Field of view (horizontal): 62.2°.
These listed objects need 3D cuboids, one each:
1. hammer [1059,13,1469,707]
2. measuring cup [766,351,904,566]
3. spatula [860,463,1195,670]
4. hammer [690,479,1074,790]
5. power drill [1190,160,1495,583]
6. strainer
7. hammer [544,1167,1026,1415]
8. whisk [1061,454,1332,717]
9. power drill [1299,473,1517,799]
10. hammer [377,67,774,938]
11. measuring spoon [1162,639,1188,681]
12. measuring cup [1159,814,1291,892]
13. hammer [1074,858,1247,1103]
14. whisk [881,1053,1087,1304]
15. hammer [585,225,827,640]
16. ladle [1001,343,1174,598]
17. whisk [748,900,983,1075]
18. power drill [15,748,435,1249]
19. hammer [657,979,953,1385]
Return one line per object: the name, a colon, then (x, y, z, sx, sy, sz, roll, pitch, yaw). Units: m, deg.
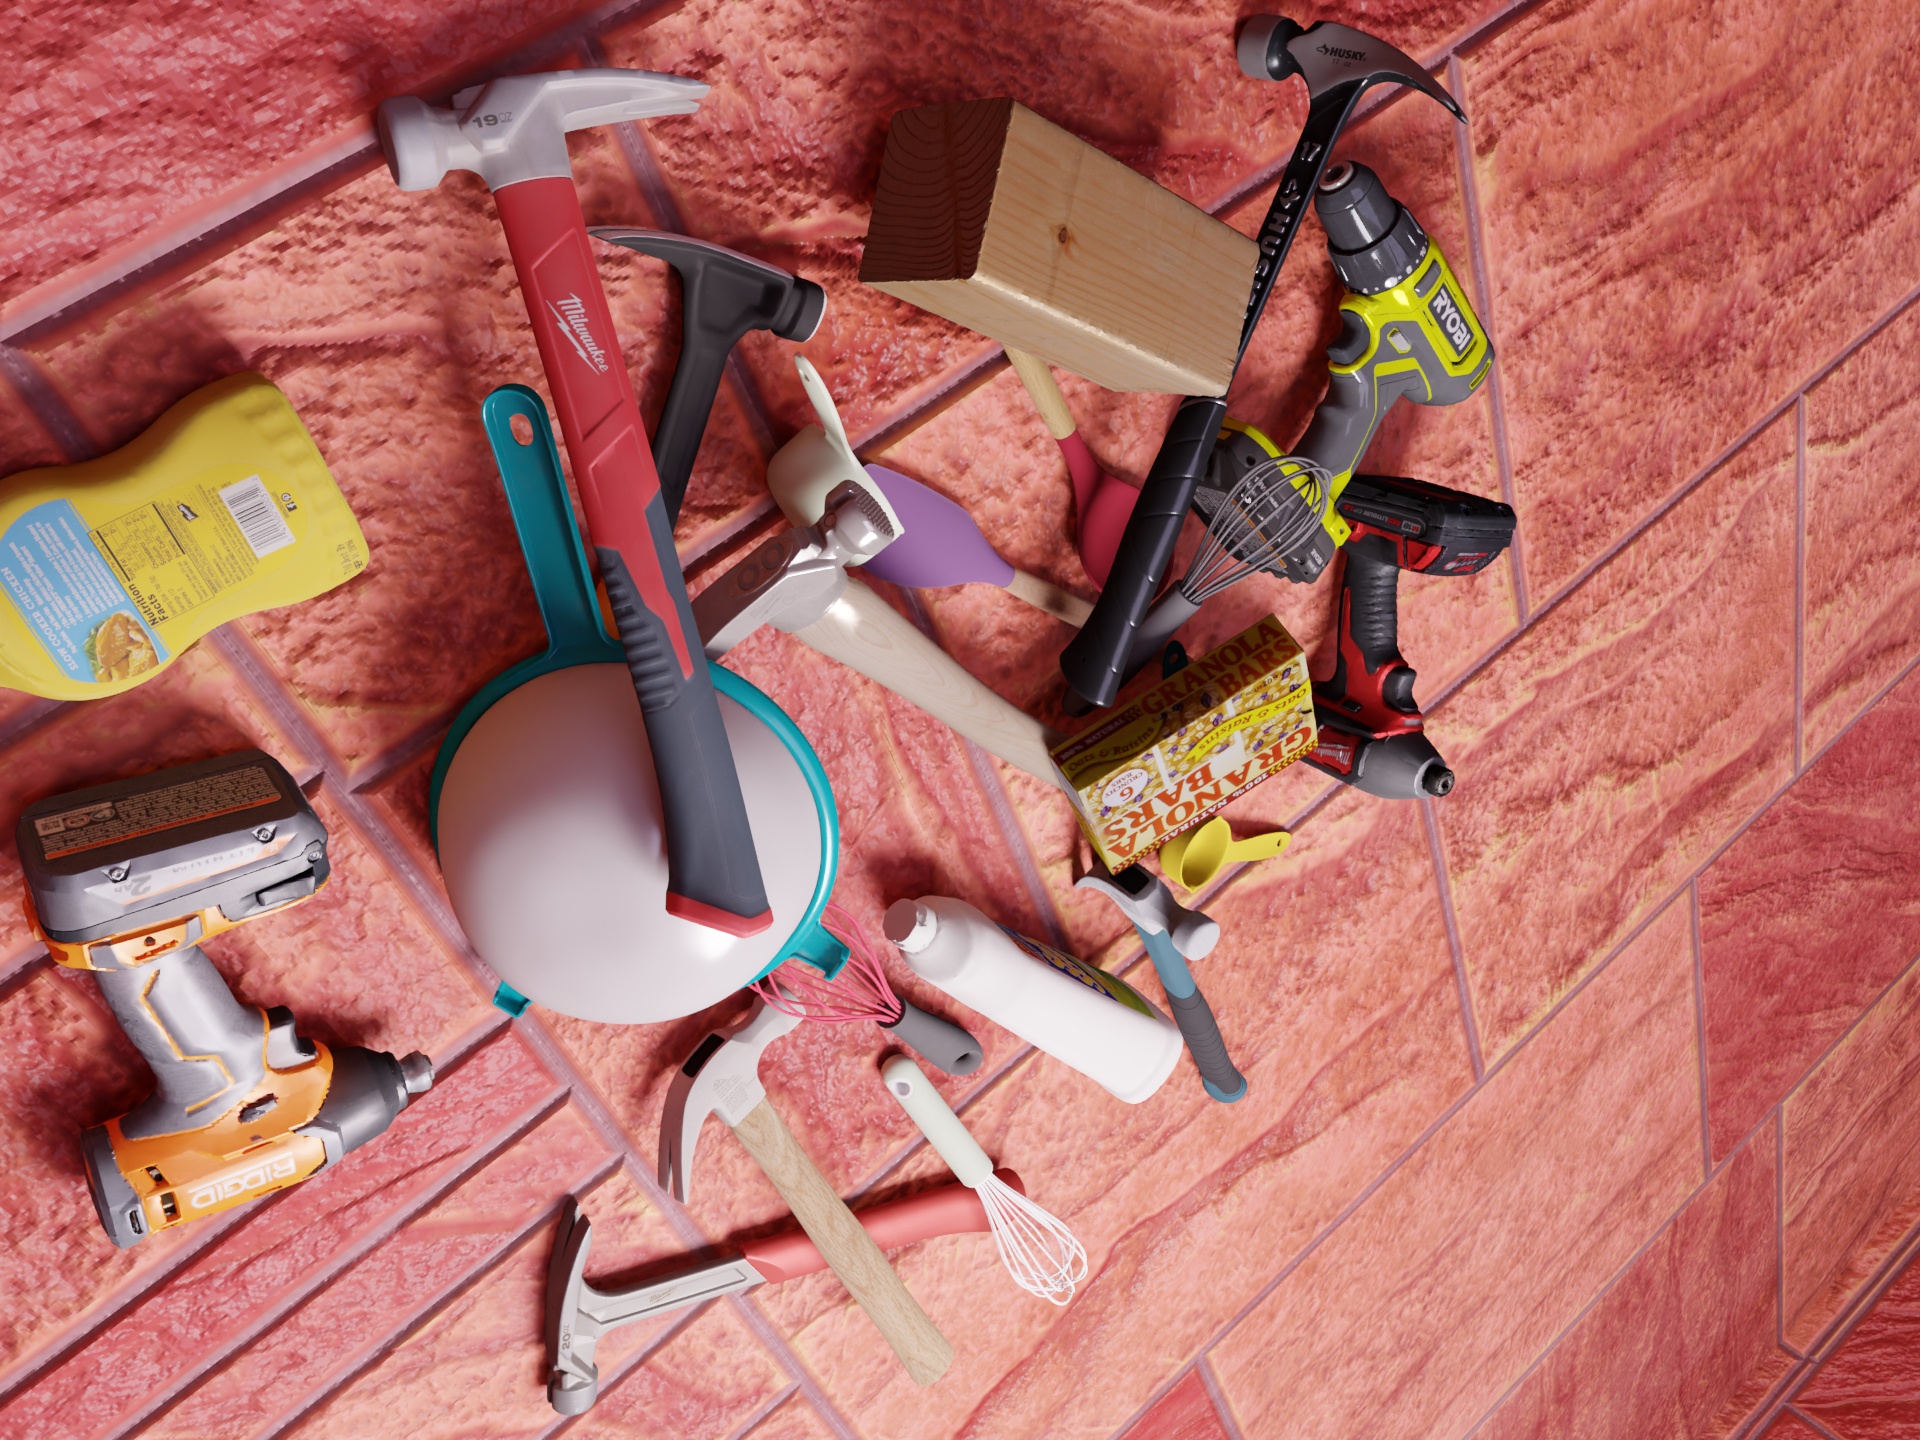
hammer: (0.153, -0.199, 0.926, 0.036, 0.149, 0.409, 9, 107, -50)
measuring cup: (-0.075, -0.130, 0.801, 0.038, 0.083, 0.167, -42, 163, -8)
spatula: (0.045, -0.079, 0.989, 0.315, 0.018, 0.060, 21, 103, -41)
hammer: (-0.001, -0.003, 0.940, 0.146, 0.038, 0.410, -37, 146, 16)
power drill: (0.237, -0.223, 1.028, 0.228, 0.080, 0.190, -53, 129, -7)
strainer: (-0.178, 0.017, 0.754, 0.211, 0.095, 0.340, -7, 115, 5)
hammer: (-0.105, 0.352, 1.077, 0.359, 0.037, 0.149, -5, 115, -35)
whisk: (0.139, -0.077, 0.984, 0.055, 0.055, 0.239, 10, 135, -40)
power drill: (0.306, -0.054, 1.120, 0.078, 0.143, 0.219, -3, 111, -34)
hammer: (-0.134, -0.094, 0.711, 0.143, 0.038, 0.386, -17, 94, -22)
measuring spoon: (0.145, -0.005, 1.096, 0.042, 0.021, 0.128, -22, 128, -18)
measuring cup: (0.200, 0.092, 1.197, 0.156, 0.029, 0.062, -1, 113, -50)
hammer: (0.164, 0.201, 1.169, 0.033, 0.128, 0.330, -42, 140, -12)
whisk: (0.017, 0.323, 1.118, 0.058, 0.059, 0.246, -25, 114, 22)
hammer: (-0.173, -0.077, 0.812, 0.127, 0.034, 0.337, 8, 107, -41)
ladle: (0.051, -0.189, 0.934, 0.069, 0.031, 0.315, -47, 130, -16)
whisk: (-0.052, 0.177, 1.003, 0.073, 0.073, 0.295, -51, 143, -5)
power drill: (-0.342, 0.132, 0.758, 0.164, 0.084, 0.226, -16, 125, -32)
hammer: (-0.088, 0.327, 1.034, 0.130, 0.031, 0.331, -43, 122, -25)
